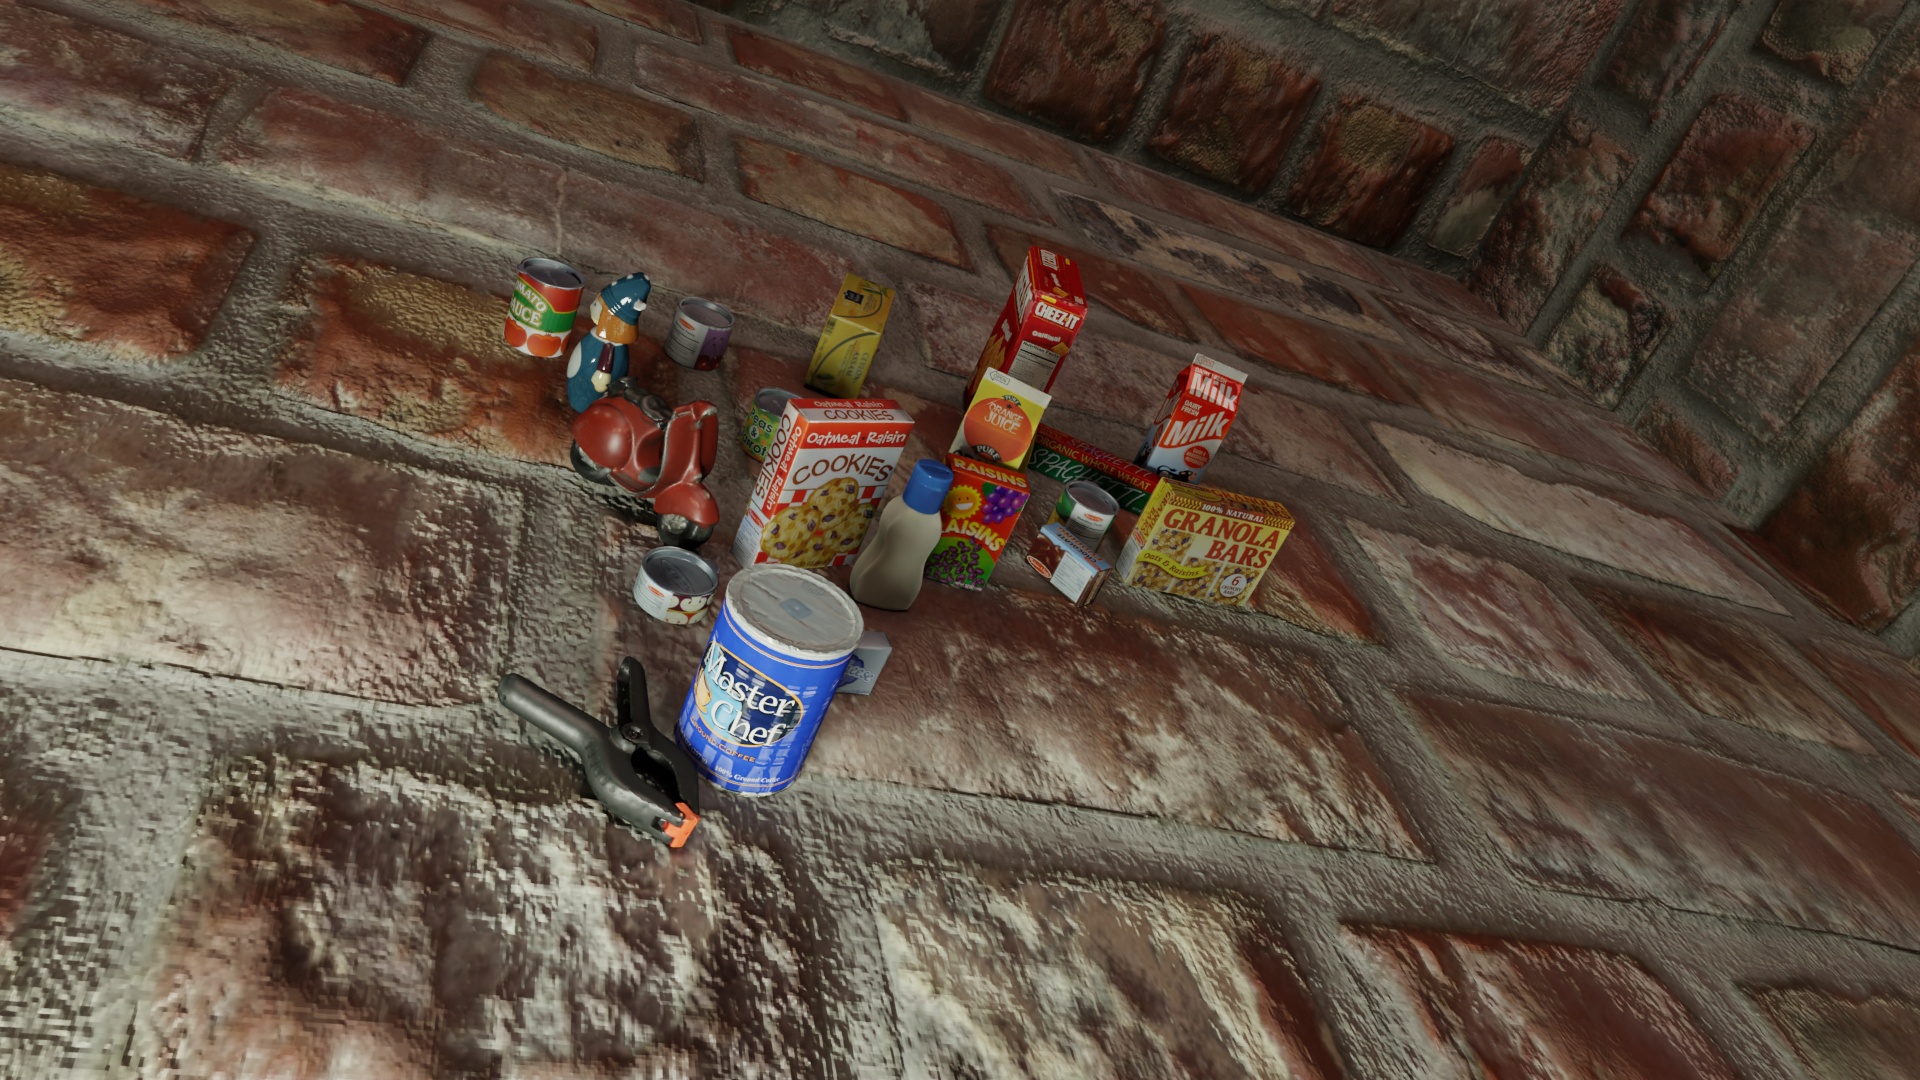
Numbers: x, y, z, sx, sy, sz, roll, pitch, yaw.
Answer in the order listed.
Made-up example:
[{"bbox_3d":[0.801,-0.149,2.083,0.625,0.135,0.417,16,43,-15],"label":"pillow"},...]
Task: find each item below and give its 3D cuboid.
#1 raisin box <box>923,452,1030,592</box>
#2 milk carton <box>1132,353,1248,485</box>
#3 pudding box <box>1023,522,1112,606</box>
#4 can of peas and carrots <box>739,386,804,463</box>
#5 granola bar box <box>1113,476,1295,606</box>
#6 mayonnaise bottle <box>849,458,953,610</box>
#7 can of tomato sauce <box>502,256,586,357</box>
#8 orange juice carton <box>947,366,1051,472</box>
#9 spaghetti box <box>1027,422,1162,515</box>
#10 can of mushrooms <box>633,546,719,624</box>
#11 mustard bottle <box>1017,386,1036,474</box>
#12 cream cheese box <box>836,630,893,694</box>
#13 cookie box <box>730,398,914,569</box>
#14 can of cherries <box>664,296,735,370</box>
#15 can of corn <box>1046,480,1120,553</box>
[{"bbox_3d":[0.005,-0.017,1.363,0.086,0.122,0.040,17,29,-16],"label":"raisin box"},{"bbox_3d":[0.282,-0.137,1.723,0.072,0.189,0.074,21,28,-8],"label":"milk carton"},{"bbox_3d":[0.112,0.024,1.458,0.084,0.049,0.030,40,31,26],"label":"pudding box"},{"bbox_3d":[-0.192,-0.117,1.445,0.071,0.058,0.071,20,28,-11],"label":"can of peas and carrots"},{"bbox_3d":[0.270,0.003,1.543,0.166,0.123,0.039,11,31,-26],"label":"granola bar box"},{"bbox_3d":[-0.050,-0.005,1.272,0.065,0.147,0.041,13,30,-23],"label":"mayonnaise bottle"},{"bbox_3d":[-0.432,-0.241,1.436,0.071,0.082,0.071,20,28,-11],"label":"can of tomato sauce"},{"bbox_3d":[0.023,-0.081,1.413,0.072,0.191,0.073,25,27,-1],"label":"orange juice carton"},{"bbox_3d":[0.191,-0.071,1.685,0.250,0.050,0.029,23,28,-4],"label":"spaghetti box"},{"bbox_3d":[-0.237,0.038,1.169,0.071,0.033,0.071,20,28,-11],"label":"can of mushrooms"},{"bbox_3d":[0.048,-0.101,1.503,0.065,0.159,0.049,-2,38,-42],"label":"mustard bottle"},{"bbox_3d":[-0.113,0.098,1.145,0.104,0.053,0.024,8,32,-30],"label":"cream cheese box"},{"bbox_3d":[-0.127,-0.051,1.267,0.123,0.166,0.040,-5,40,-44],"label":"cookie box"},{"bbox_3d":[-0.291,-0.232,1.561,0.071,0.058,0.072,20,28,-11],"label":"can of cherries"},{"bbox_3d":[0.137,-0.027,1.556,0.071,0.058,0.071,20,28,-11],"label":"can of corn"}]
